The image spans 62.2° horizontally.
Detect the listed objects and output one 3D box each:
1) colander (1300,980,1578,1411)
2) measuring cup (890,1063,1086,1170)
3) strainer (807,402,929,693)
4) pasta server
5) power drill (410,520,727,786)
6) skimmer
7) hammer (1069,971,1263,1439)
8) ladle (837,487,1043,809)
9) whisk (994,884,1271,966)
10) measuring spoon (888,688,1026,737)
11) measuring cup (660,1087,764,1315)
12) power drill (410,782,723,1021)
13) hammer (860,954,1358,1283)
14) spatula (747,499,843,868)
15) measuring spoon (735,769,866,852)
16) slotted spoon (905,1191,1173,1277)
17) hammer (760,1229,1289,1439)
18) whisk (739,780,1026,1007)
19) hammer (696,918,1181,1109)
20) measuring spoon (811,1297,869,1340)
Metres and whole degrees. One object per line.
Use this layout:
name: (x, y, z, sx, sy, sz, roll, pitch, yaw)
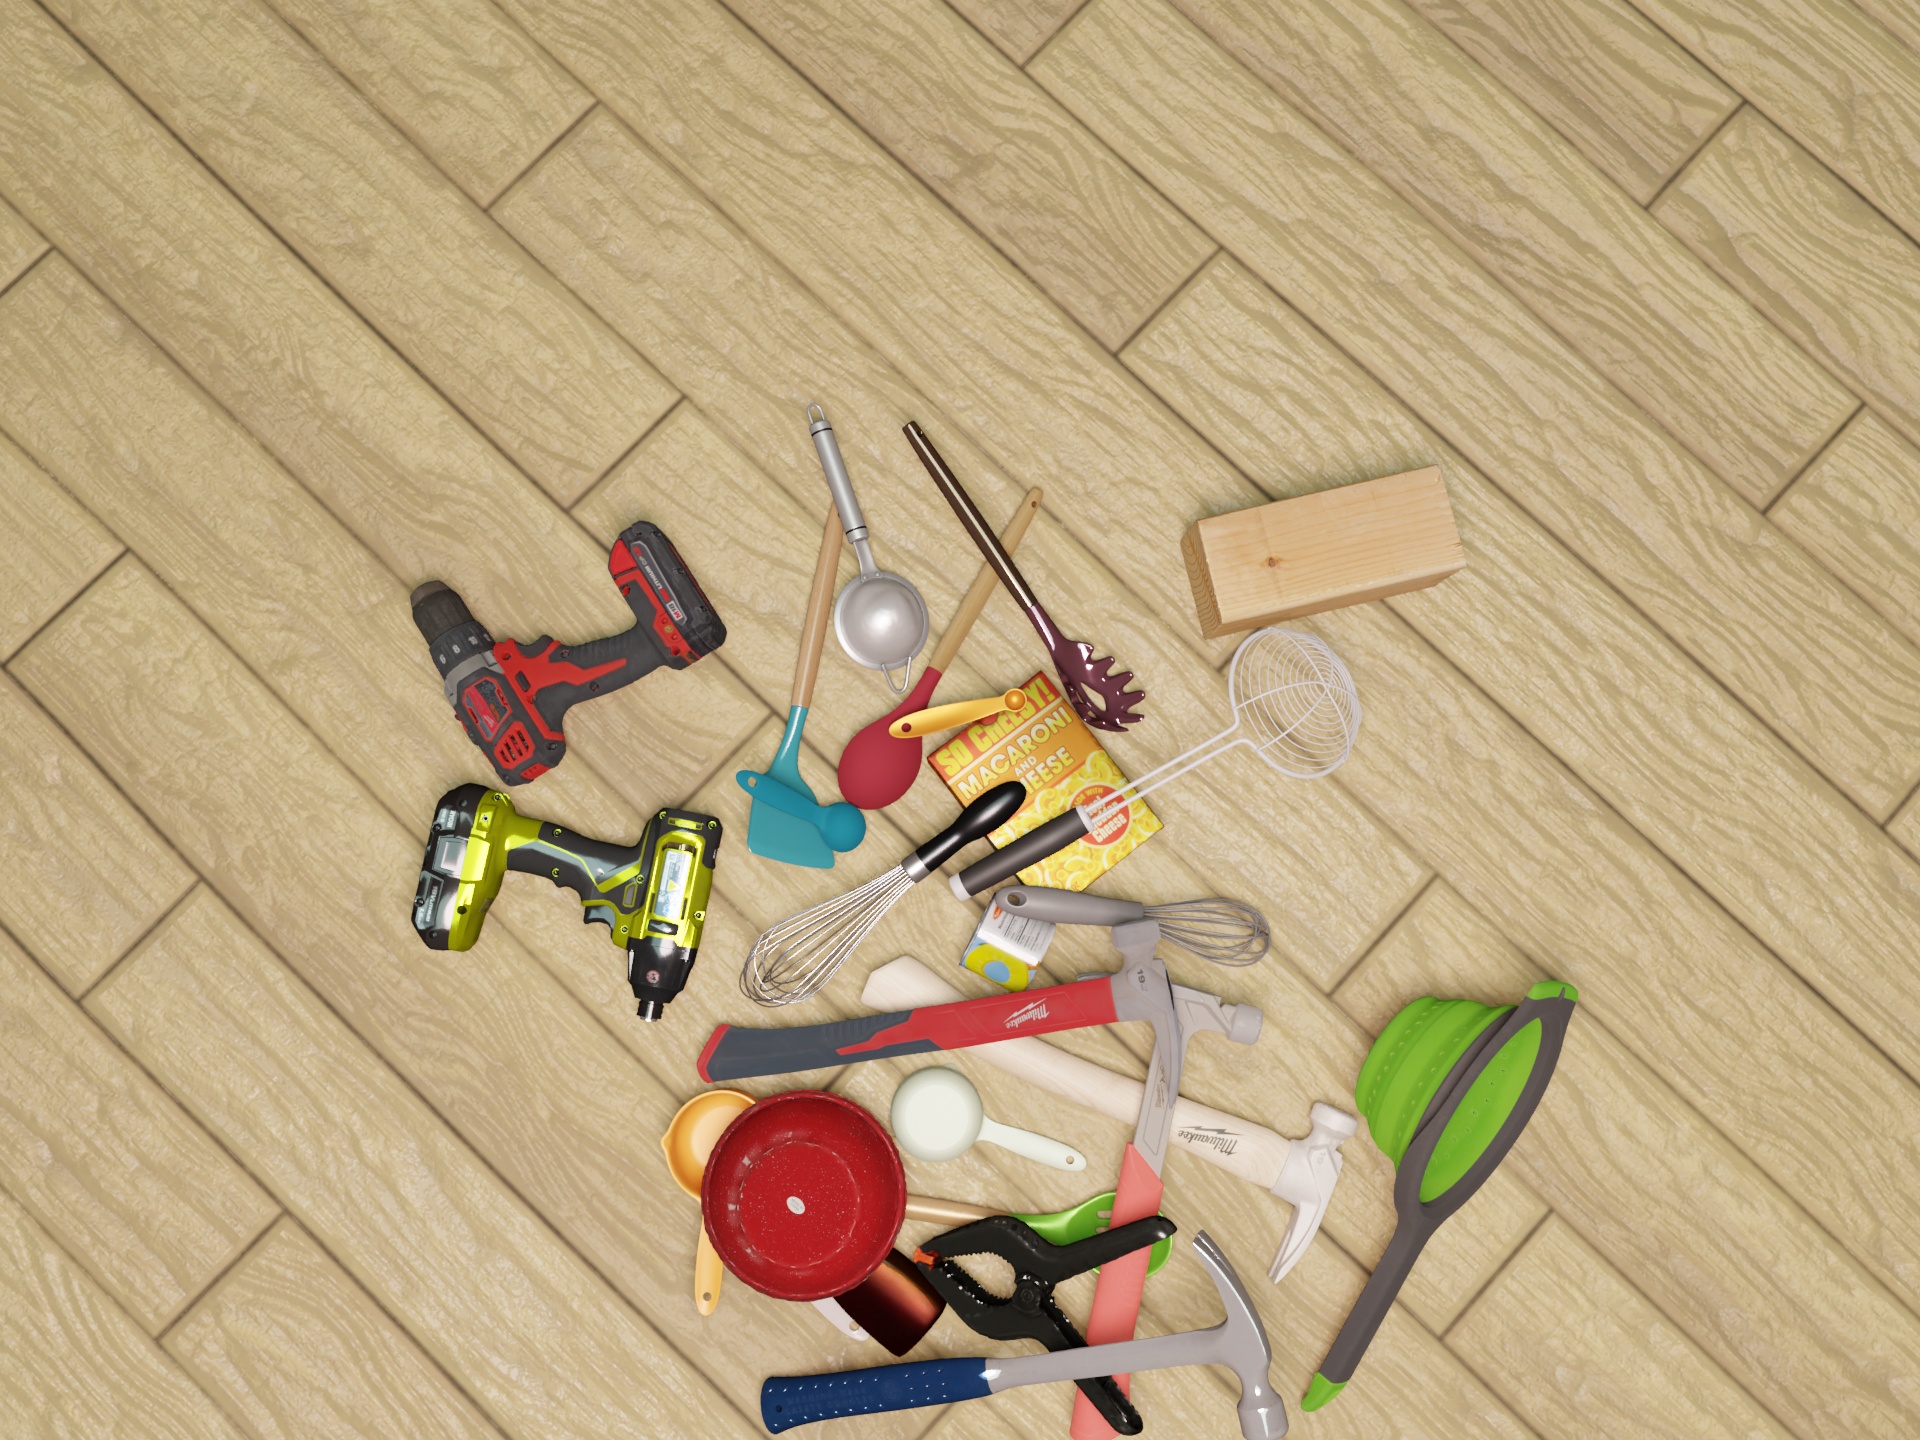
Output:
colander: (0.342, 0.358, 1.260, 0.095, 0.204, 0.397, 32, 100, 37)
measuring cup: (0.023, 0.334, 1.287, 0.167, 0.038, 0.083, 18, 82, 4)
strainer: (-0.085, -0.149, 1.343, 0.087, 0.050, 0.258, -17, 84, -25)
pasta server: (0.048, -0.121, 1.333, 0.060, 0.040, 0.316, -35, 91, -34)
power drill: (-0.332, -0.077, 1.325, 0.226, 0.080, 0.188, -33, 83, -2)
skimmer: (0.156, 0.049, 1.292, 0.363, 0.090, 0.127, -30, 88, 6)
hammer: (0.128, 0.383, 1.250, 0.149, 0.036, 0.359, 12, 87, 4)
ladle: (-0.008, -0.063, 1.346, 0.069, 0.031, 0.315, 34, 79, -25)
whisk: (0.142, 0.162, 1.289, 0.239, 0.055, 0.055, 10, 82, -12)
measuring spoon: (-0.002, -0.004, 1.309, 0.117, 0.011, 0.021, -14, 78, 2)
measuring cup: (-0.193, 0.381, 1.274, 0.095, 0.052, 0.174, 5, 84, 0)
power drill: (-0.319, 0.144, 1.294, 0.223, 0.080, 0.171, 11, 82, -2)
hammer: (0.107, 0.307, 1.295, 0.410, 0.038, 0.146, 24, 84, 3)
spatula: (-0.123, -0.036, 1.334, 0.082, 0.044, 0.317, 16, 78, -32)
measuring spoon: (-0.125, 0.069, 1.287, 0.128, 0.021, 0.042, 29, 66, -31)
slotted spoon: (0.014, 0.400, 1.286, 0.314, 0.031, 0.070, 8, 85, 2)
hammer: (0.032, 0.484, 1.195, 0.405, 0.035, 0.144, -16, 82, 19)
whisk: (-0.062, 0.138, 1.288, 0.284, 0.070, 0.070, -38, 84, 3)
hammer: (-0.021, 0.259, 1.253, 0.386, 0.038, 0.143, -12, 85, 12)
measuring spoon: (-0.120, 0.455, 1.285, 0.124, 0.018, 0.034, 44, 89, -2)
